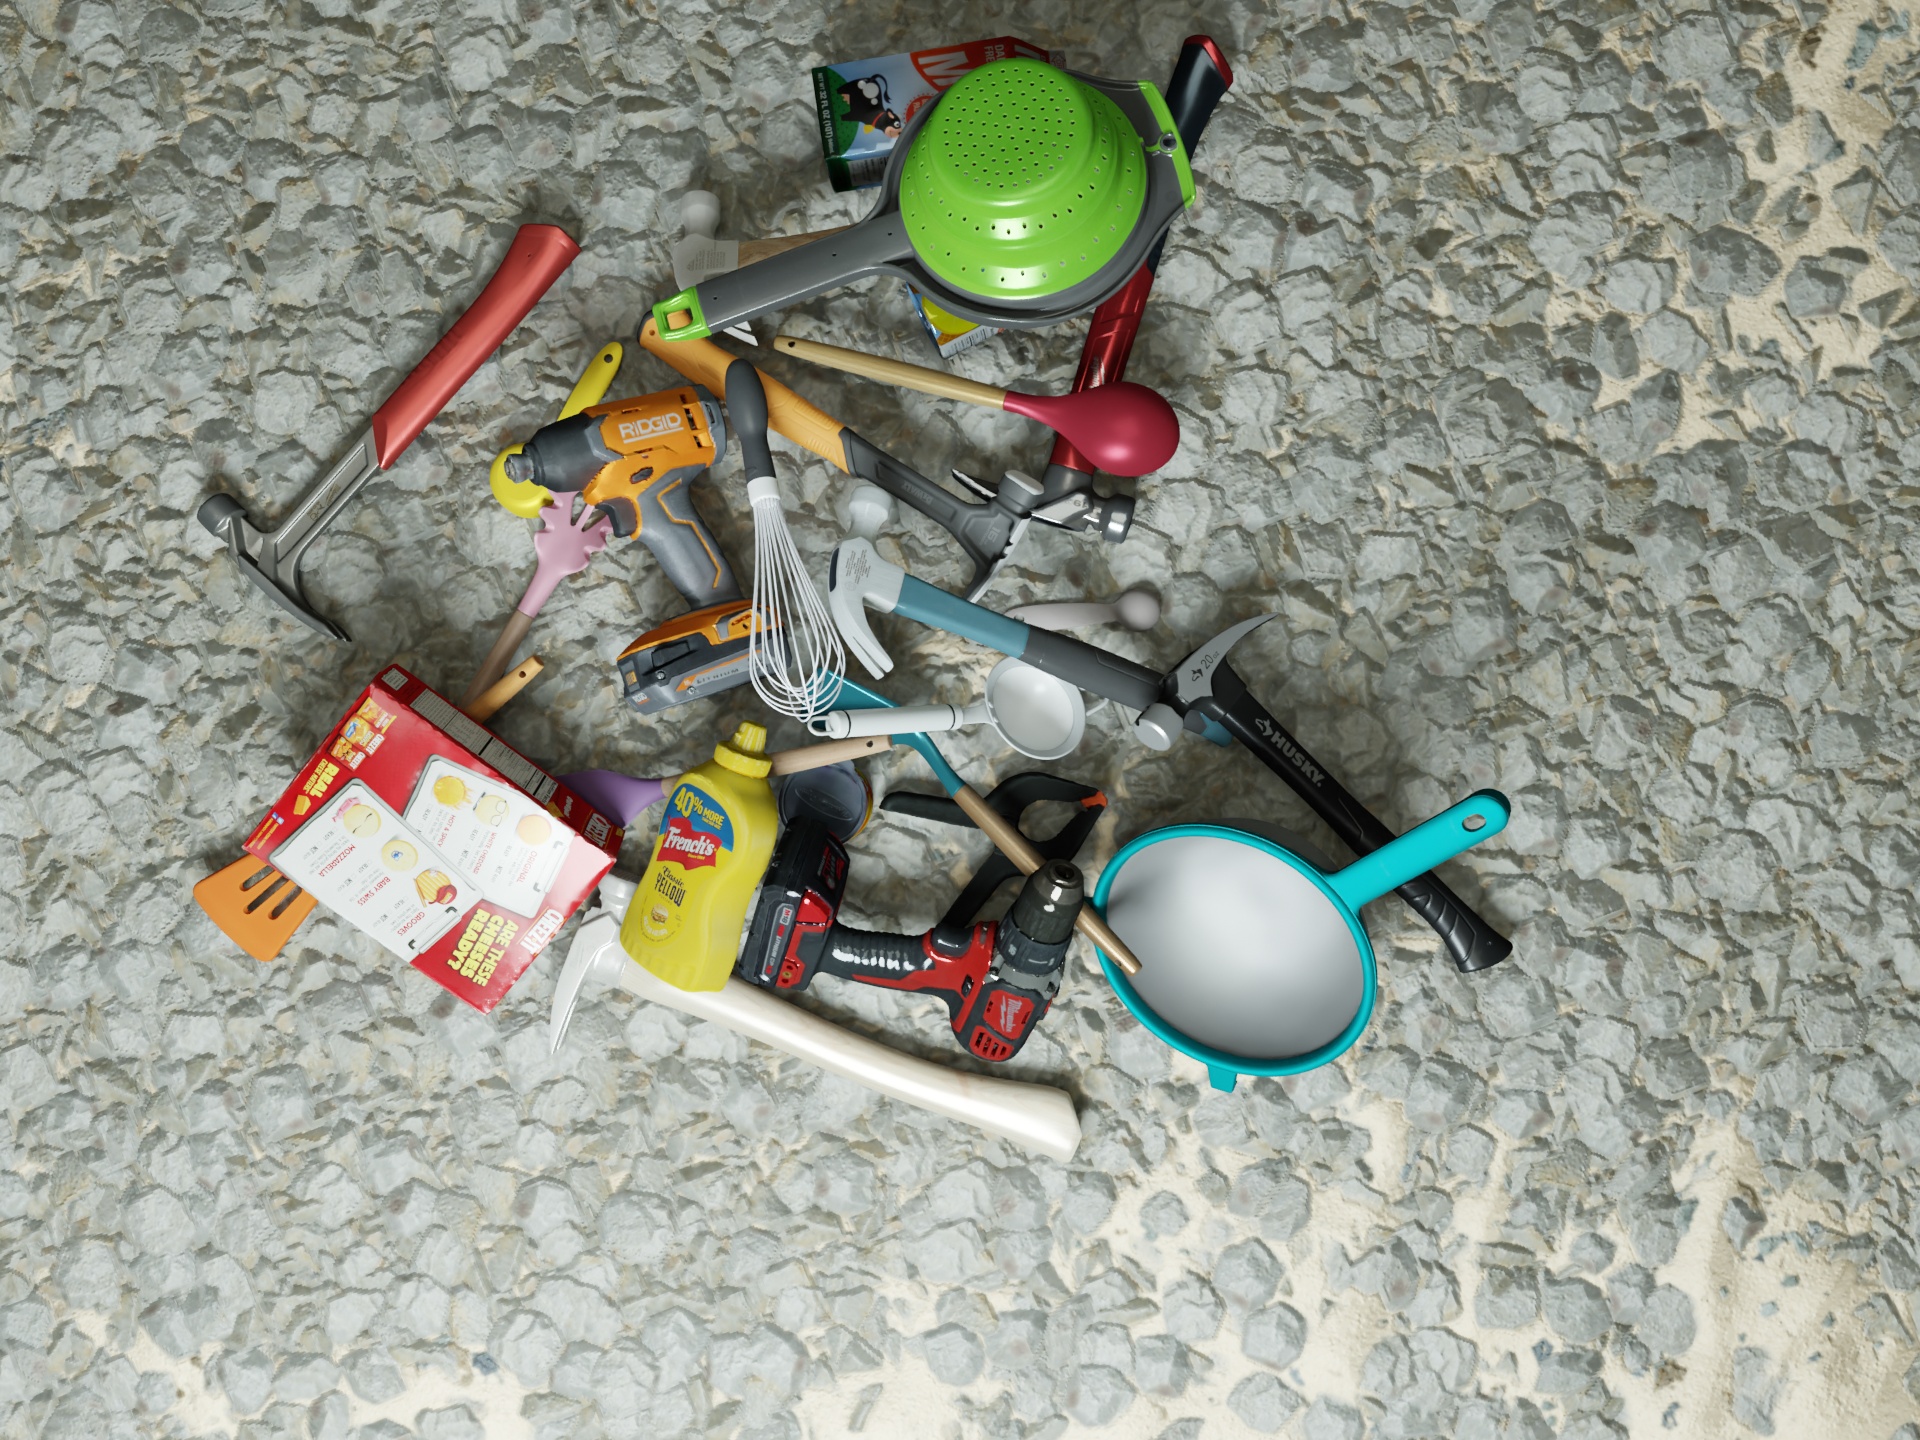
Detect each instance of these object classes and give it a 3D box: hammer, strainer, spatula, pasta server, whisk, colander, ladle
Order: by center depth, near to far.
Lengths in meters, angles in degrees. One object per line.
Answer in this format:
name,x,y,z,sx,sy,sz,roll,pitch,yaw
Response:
colander,-0.038,-0.356,1.102,0.397,0.094,0.205,-19,76,5
strainer,0.247,0.116,1.114,0.211,0.095,0.340,50,129,-3
whisk,-0.135,-0.135,1.146,0.070,0.070,0.285,-13,75,1
strainer,-0.002,-0.004,1.161,0.258,0.050,0.087,-4,69,-37
hammer,0.058,-0.055,1.162,0.330,0.033,0.128,21,69,-16
spatula,0.010,0.077,1.166,0.317,0.082,0.044,45,58,11
hammer,-0.053,-0.356,1.176,0.331,0.031,0.130,-6,68,11
hammer,0.287,0.065,1.185,0.334,0.035,0.146,43,64,-5
spatula,-0.197,0.048,1.187,0.316,0.018,0.060,-13,89,17
ladle,0.010,-0.247,1.189,0.315,0.031,0.069,16,91,8
spatula,-0.438,0.057,1.203,0.322,0.041,0.081,-39,101,10
hammer,-0.107,0.254,1.207,0.410,0.038,0.146,22,91,2
hammer,-0.106,-0.209,1.208,0.337,0.034,0.127,33,112,7
hammer,0.113,-0.338,1.215,0.143,0.038,0.386,17,89,3
pasta server,-0.349,-0.059,1.220,0.060,0.040,0.316,31,91,-8
hammer,-0.417,-0.235,1.226,0.149,0.036,0.359,42,90,2

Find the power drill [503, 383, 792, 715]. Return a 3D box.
power drill,-0.228,-0.124,1.167,0.164,0.084,0.226,-19,92,-30

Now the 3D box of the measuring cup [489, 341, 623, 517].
measuring cup,-0.308,-0.228,1.226,0.062,0.029,0.156,33,91,2

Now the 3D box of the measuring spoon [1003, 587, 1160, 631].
measuring spoon,0.092,-0.082,1.218,0.124,0.018,0.034,-5,89,2

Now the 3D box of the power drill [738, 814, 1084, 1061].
power drill,-0.030,0.146,1.141,0.226,0.080,0.187,19,129,-3
